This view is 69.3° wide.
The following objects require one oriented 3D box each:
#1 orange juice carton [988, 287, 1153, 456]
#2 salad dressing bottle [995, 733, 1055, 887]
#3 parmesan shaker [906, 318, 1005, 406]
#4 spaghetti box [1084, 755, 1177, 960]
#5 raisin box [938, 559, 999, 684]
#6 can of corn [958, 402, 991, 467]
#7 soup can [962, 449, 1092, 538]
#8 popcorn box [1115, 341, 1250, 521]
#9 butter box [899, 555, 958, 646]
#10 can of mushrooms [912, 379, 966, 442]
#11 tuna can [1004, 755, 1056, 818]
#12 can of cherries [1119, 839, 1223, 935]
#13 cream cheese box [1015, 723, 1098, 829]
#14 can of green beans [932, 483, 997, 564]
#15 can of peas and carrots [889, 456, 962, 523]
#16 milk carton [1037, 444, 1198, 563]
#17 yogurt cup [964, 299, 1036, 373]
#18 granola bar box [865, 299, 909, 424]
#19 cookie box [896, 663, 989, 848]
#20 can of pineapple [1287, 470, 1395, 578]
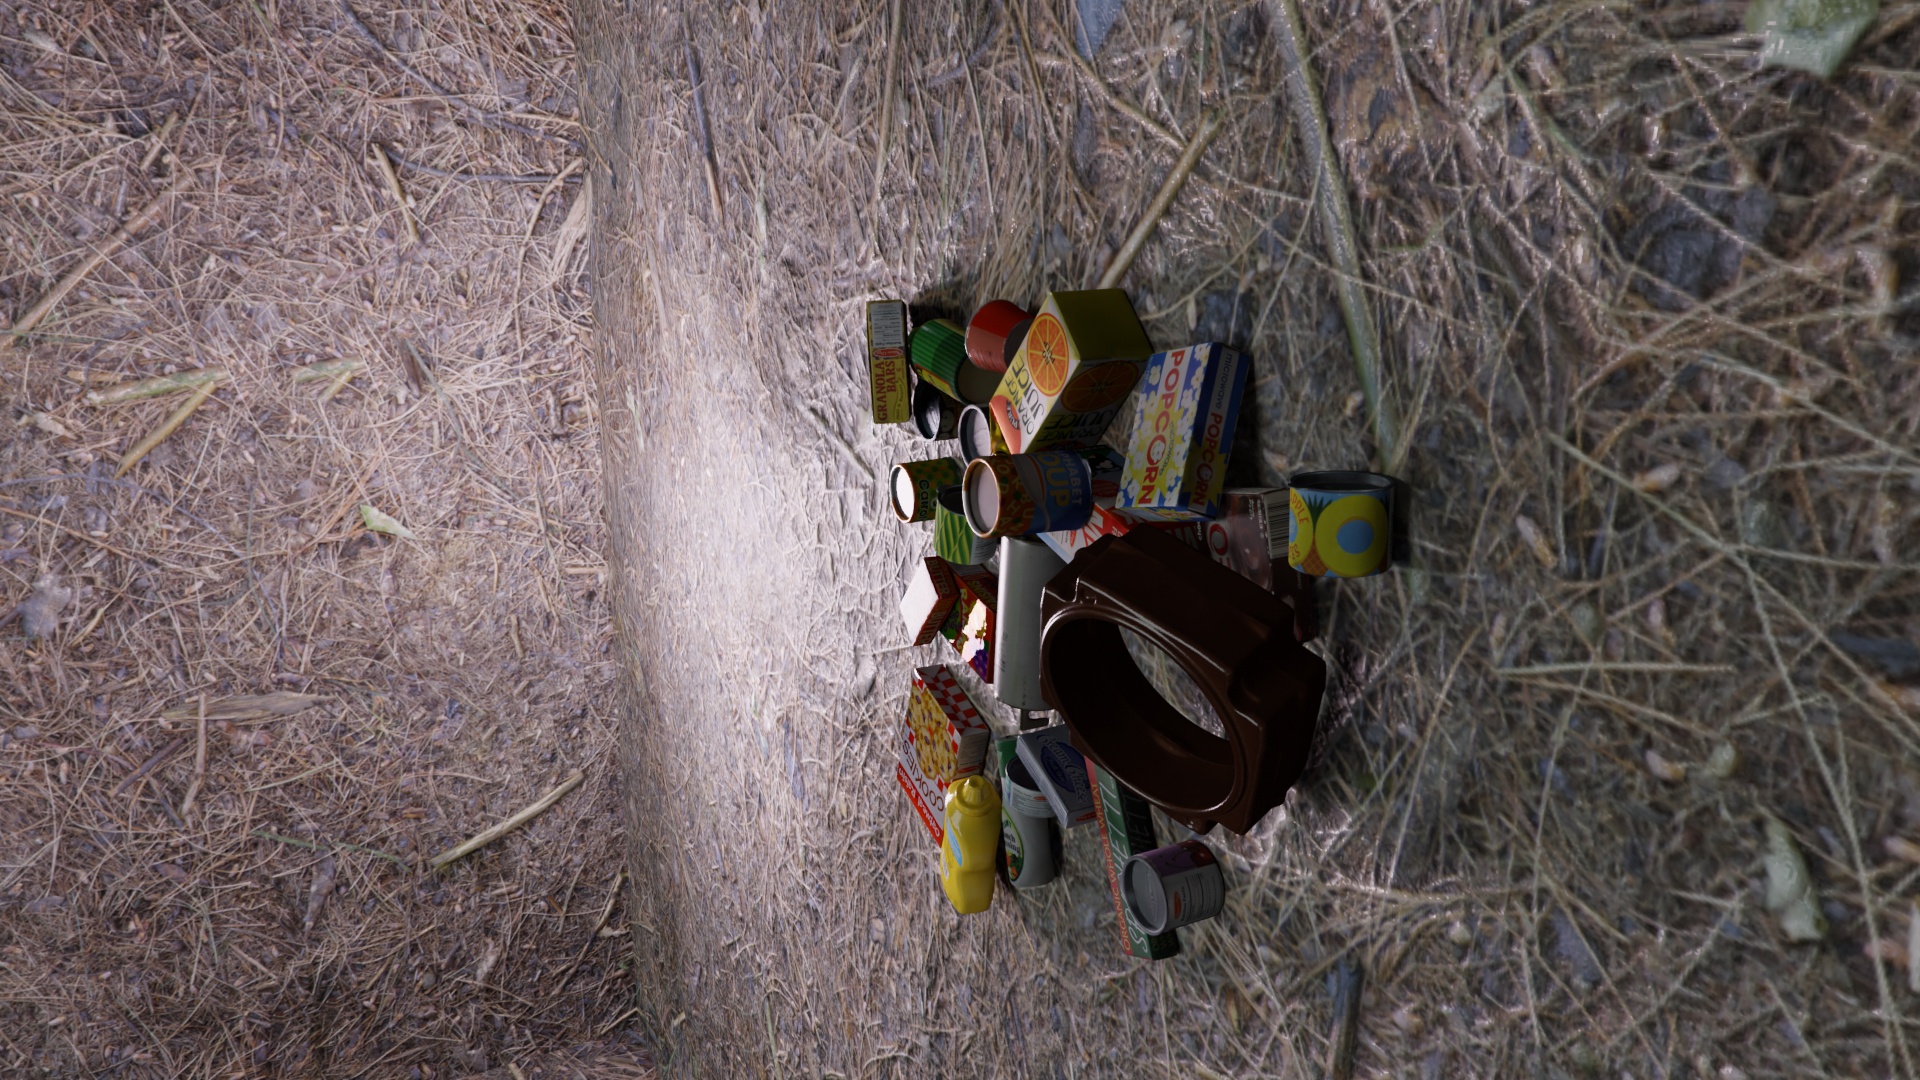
[{"bbox_3d":[0.085,-0.126,1.193,0.073,0.072,0.191,69,152,26],"label":"orange juice carton"},{"bbox_3d":[0.063,0.270,1.393,0.064,0.044,0.147,174,88,-74],"label":"salad dressing bottle"},{"bbox_3d":[-0.002,-0.174,1.359,0.103,0.071,0.071,39,131,55],"label":"parmesan shaker"},{"bbox_3d":[0.145,0.245,1.234,0.050,0.029,0.250,-25,75,64],"label":"spaghetti box"},{"bbox_3d":[0.019,0.081,1.432,0.124,0.040,0.085,-136,45,-54],"label":"raisin box"},{"bbox_3d":[0.039,-0.096,1.313,0.071,0.058,0.071,30,124,58],"label":"can of corn"},{"bbox_3d":[0.054,-0.039,1.103,0.071,0.084,0.071,19,112,61],"label":"soup can"},{"bbox_3d":[0.165,-0.079,1.031,0.085,0.038,0.127,0,76,64],"label":"popcorn box"},{"bbox_3d":[-0.034,0.064,1.463,0.103,0.024,0.053,118,138,-52],"label":"butter box"},{"bbox_3d":[-0.021,-0.138,1.454,0.071,0.033,0.070,30,124,59],"label":"can of mushrooms"},{"bbox_3d":[0.076,0.233,1.333,0.071,0.071,0.032,41,134,54],"label":"tuna can"},{"bbox_3d":[0.174,0.285,1.151,0.071,0.058,0.071,33,128,57],"label":"can of cherries"},{"bbox_3d":[0.097,0.218,1.295,0.104,0.053,0.024,55,146,43],"label":"cream cheese box"},{"bbox_3d":[0.007,-0.016,1.396,0.071,0.071,0.057,49,140,48],"label":"can of green beans"},{"bbox_3d":[-0.036,-0.052,1.482,0.071,0.059,0.070,32,127,58],"label":"can of peas and carrots"},{"bbox_3d":[0.133,-0.005,1.131,0.191,0.072,0.073,-133,42,-52],"label":"milk carton"},{"bbox_3d":[0.046,-0.182,1.269,0.054,0.072,0.072,31,125,49],"label":"yogurt cup"},{"bbox_3d":[-0.074,-0.188,1.461,0.166,0.039,0.124,-95,2,-83],"label":"granola bar box"},{"bbox_3d":[-0.021,0.243,1.565,0.123,0.040,0.166,51,140,47],"label":"cookie box"},{"bbox_3d":[0.245,-0.011,0.900,0.071,0.071,0.057,23,119,61],"label":"can of pineapple"}]
